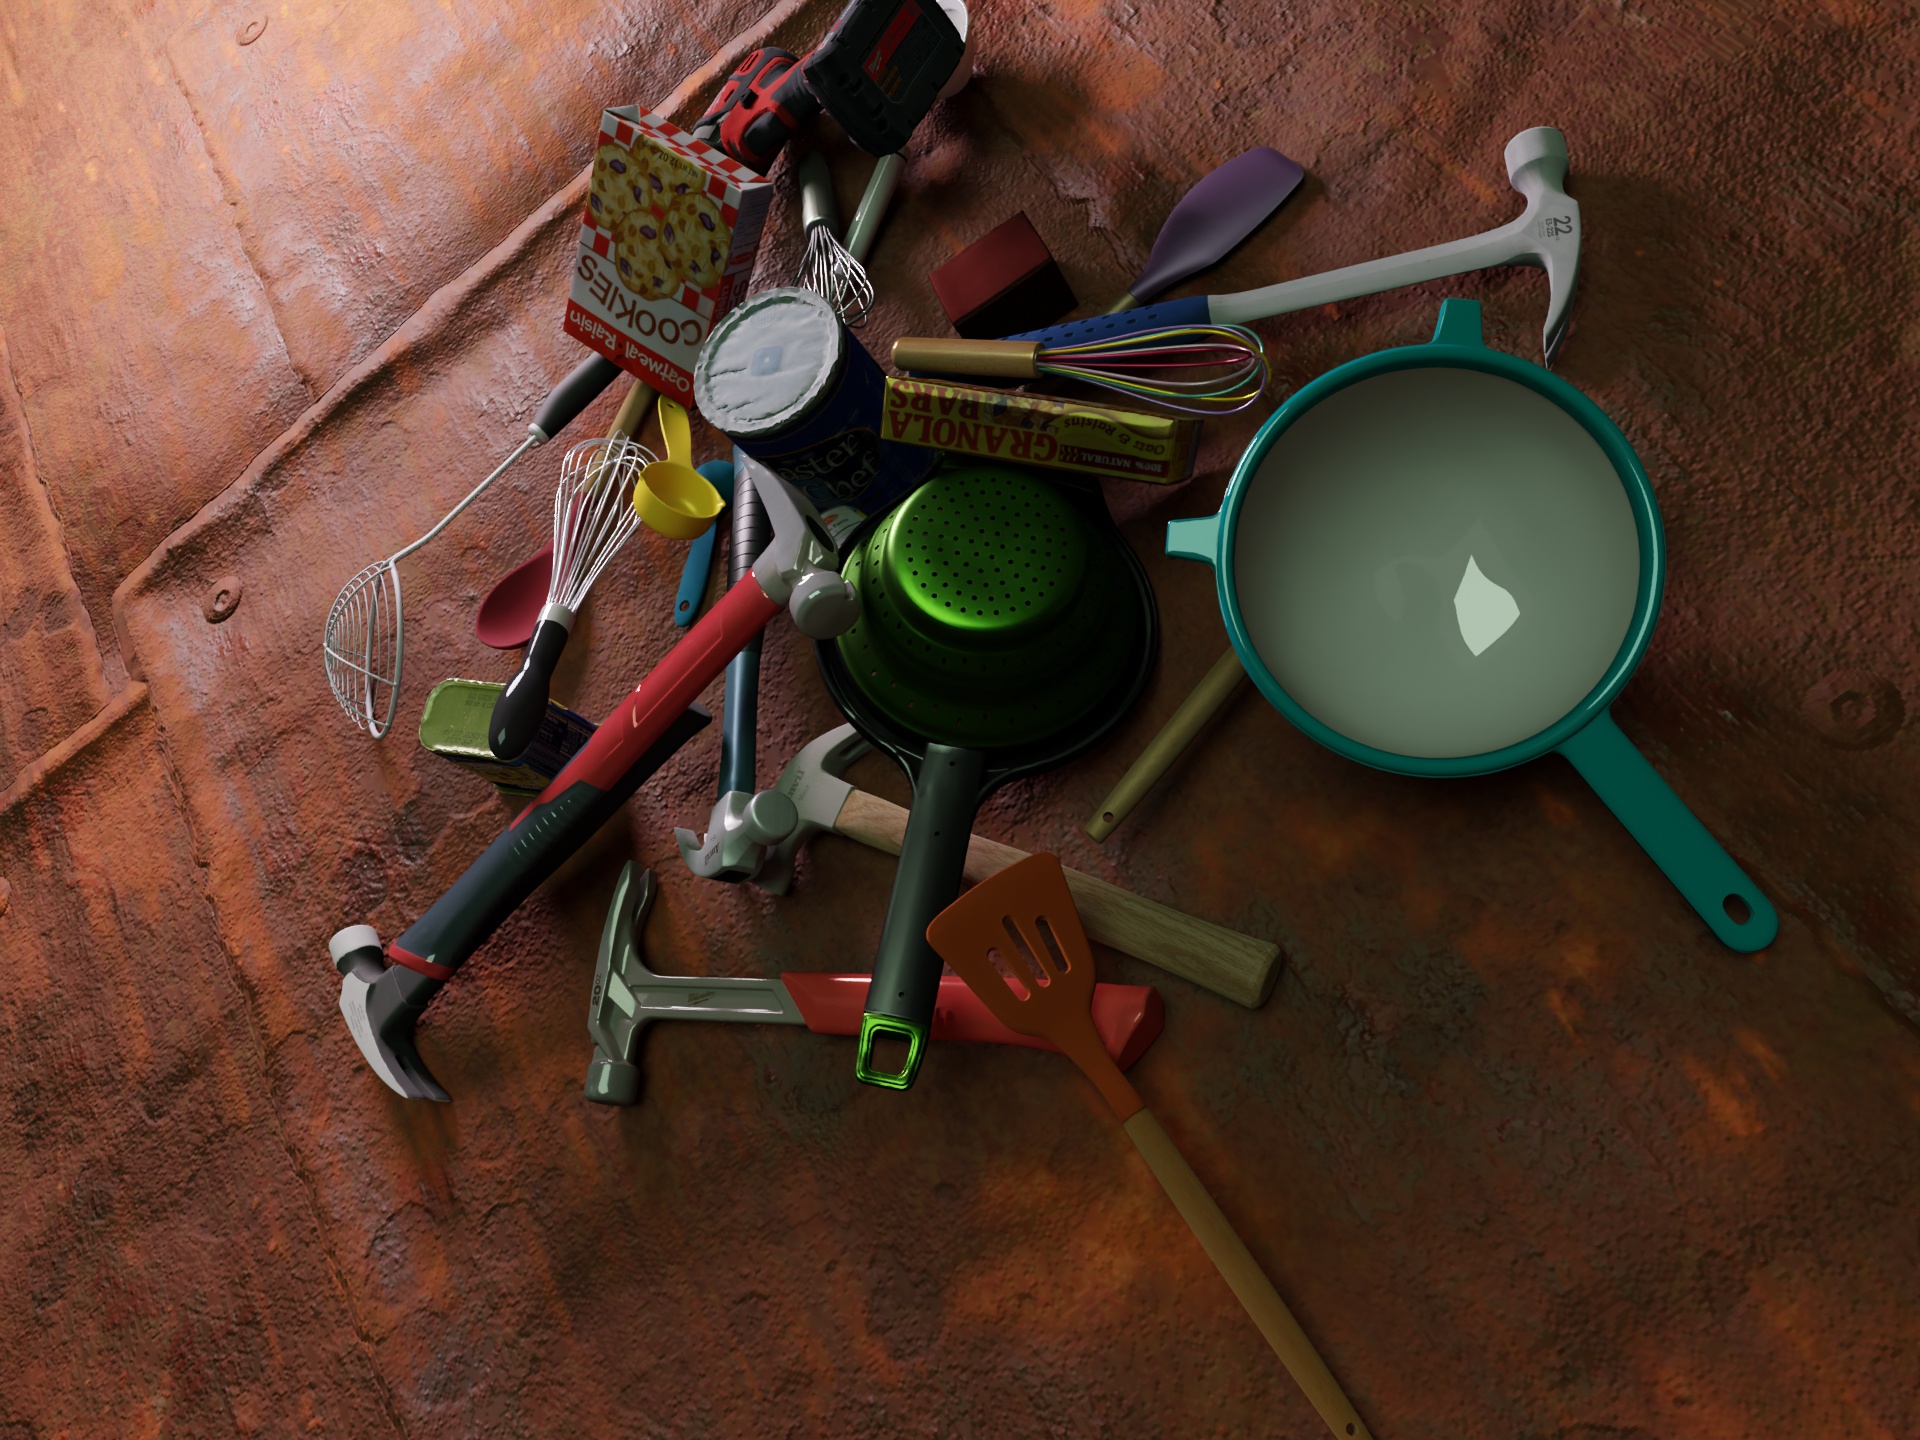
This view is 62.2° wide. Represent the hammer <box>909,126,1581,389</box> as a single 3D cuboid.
[{"bbox_3d":[0.163,-0.243,0.962,0.405,0.035,0.144,-9,67,18],"label":"hammer"}]

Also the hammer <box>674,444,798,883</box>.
[{"bbox_3d":[-0.137,-0.050,1.015,0.128,0.033,0.331,-43,40,48],"label":"hammer"}]

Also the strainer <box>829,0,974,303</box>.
[{"bbox_3d":[-0.042,-0.415,1.145,0.087,0.050,0.258,17,83,53],"label":"strainer"}]

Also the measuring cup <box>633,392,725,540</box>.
[{"bbox_3d":[-0.200,-0.177,1.099,0.029,0.062,0.157,-56,32,31],"label":"measuring cup"}]

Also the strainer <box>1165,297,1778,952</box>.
[{"bbox_3d":[0.272,-0.025,0.796,0.211,0.095,0.340,-39,84,2],"label":"strainer"}]

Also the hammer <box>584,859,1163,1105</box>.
[{"bbox_3d":[-0.059,0.155,0.917,0.359,0.036,0.149,-3,68,25],"label":"hammer"}]

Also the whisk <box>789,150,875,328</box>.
[{"bbox_3d":[-0.096,-0.335,1.103,0.059,0.057,0.247,-13,44,2],"label":"whisk"}]

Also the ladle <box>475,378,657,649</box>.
[{"bbox_3d":[-0.262,-0.187,1.162,0.069,0.031,0.315,18,76,26],"label":"ladle"}]

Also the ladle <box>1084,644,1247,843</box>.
[{"bbox_3d":[0.173,-0.060,0.870,0.078,0.062,0.320,39,86,11],"label":"ladle"}]

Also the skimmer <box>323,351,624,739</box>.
[{"bbox_3d":[-0.334,-0.148,1.173,0.363,0.090,0.127,-48,28,-13],"label":"skimmer"}]

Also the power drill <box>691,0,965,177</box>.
[{"bbox_3d":[-0.121,-0.419,1.116,0.227,0.080,0.188,-1,54,49],"label":"power drill"}]

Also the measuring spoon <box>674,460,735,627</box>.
[{"bbox_3d":[-0.182,-0.126,1.100,0.042,0.021,0.129,0,68,26],"label":"measuring spoon"}]

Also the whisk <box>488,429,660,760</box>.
[{"bbox_3d":[-0.256,-0.088,1.045,0.070,0.070,0.285,-9,48,22],"label":"whisk"}]

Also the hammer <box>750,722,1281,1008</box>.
[{"bbox_3d":[0.027,0.085,0.908,0.331,0.031,0.130,19,79,30],"label":"hammer"}]

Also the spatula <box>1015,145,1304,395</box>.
[{"bbox_3d":[0.091,-0.255,1.026,0.316,0.018,0.060,-44,57,2],"label":"spatula"}]

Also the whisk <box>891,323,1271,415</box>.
[{"bbox_3d":[0.067,-0.217,0.947,0.245,0.047,0.051,9,86,26],"label":"whisk"}]

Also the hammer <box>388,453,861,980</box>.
[{"bbox_3d":[-0.218,0.013,0.956,0.386,0.038,0.143,-44,48,16],"label":"hammer"}]

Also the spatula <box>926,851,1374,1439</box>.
[{"bbox_3d":[0.100,0.214,0.782,0.081,0.041,0.323,-31,69,-11],"label":"spatula"}]

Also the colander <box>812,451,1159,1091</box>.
[{"bbox_3d":[-0.001,-0.003,0.866,0.204,0.094,0.397,10,65,5],"label":"colander"}]

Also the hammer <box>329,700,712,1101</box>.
[{"bbox_3d":[-0.278,0.101,1.015,0.334,0.035,0.146,-43,57,15],"label":"hammer"}]
